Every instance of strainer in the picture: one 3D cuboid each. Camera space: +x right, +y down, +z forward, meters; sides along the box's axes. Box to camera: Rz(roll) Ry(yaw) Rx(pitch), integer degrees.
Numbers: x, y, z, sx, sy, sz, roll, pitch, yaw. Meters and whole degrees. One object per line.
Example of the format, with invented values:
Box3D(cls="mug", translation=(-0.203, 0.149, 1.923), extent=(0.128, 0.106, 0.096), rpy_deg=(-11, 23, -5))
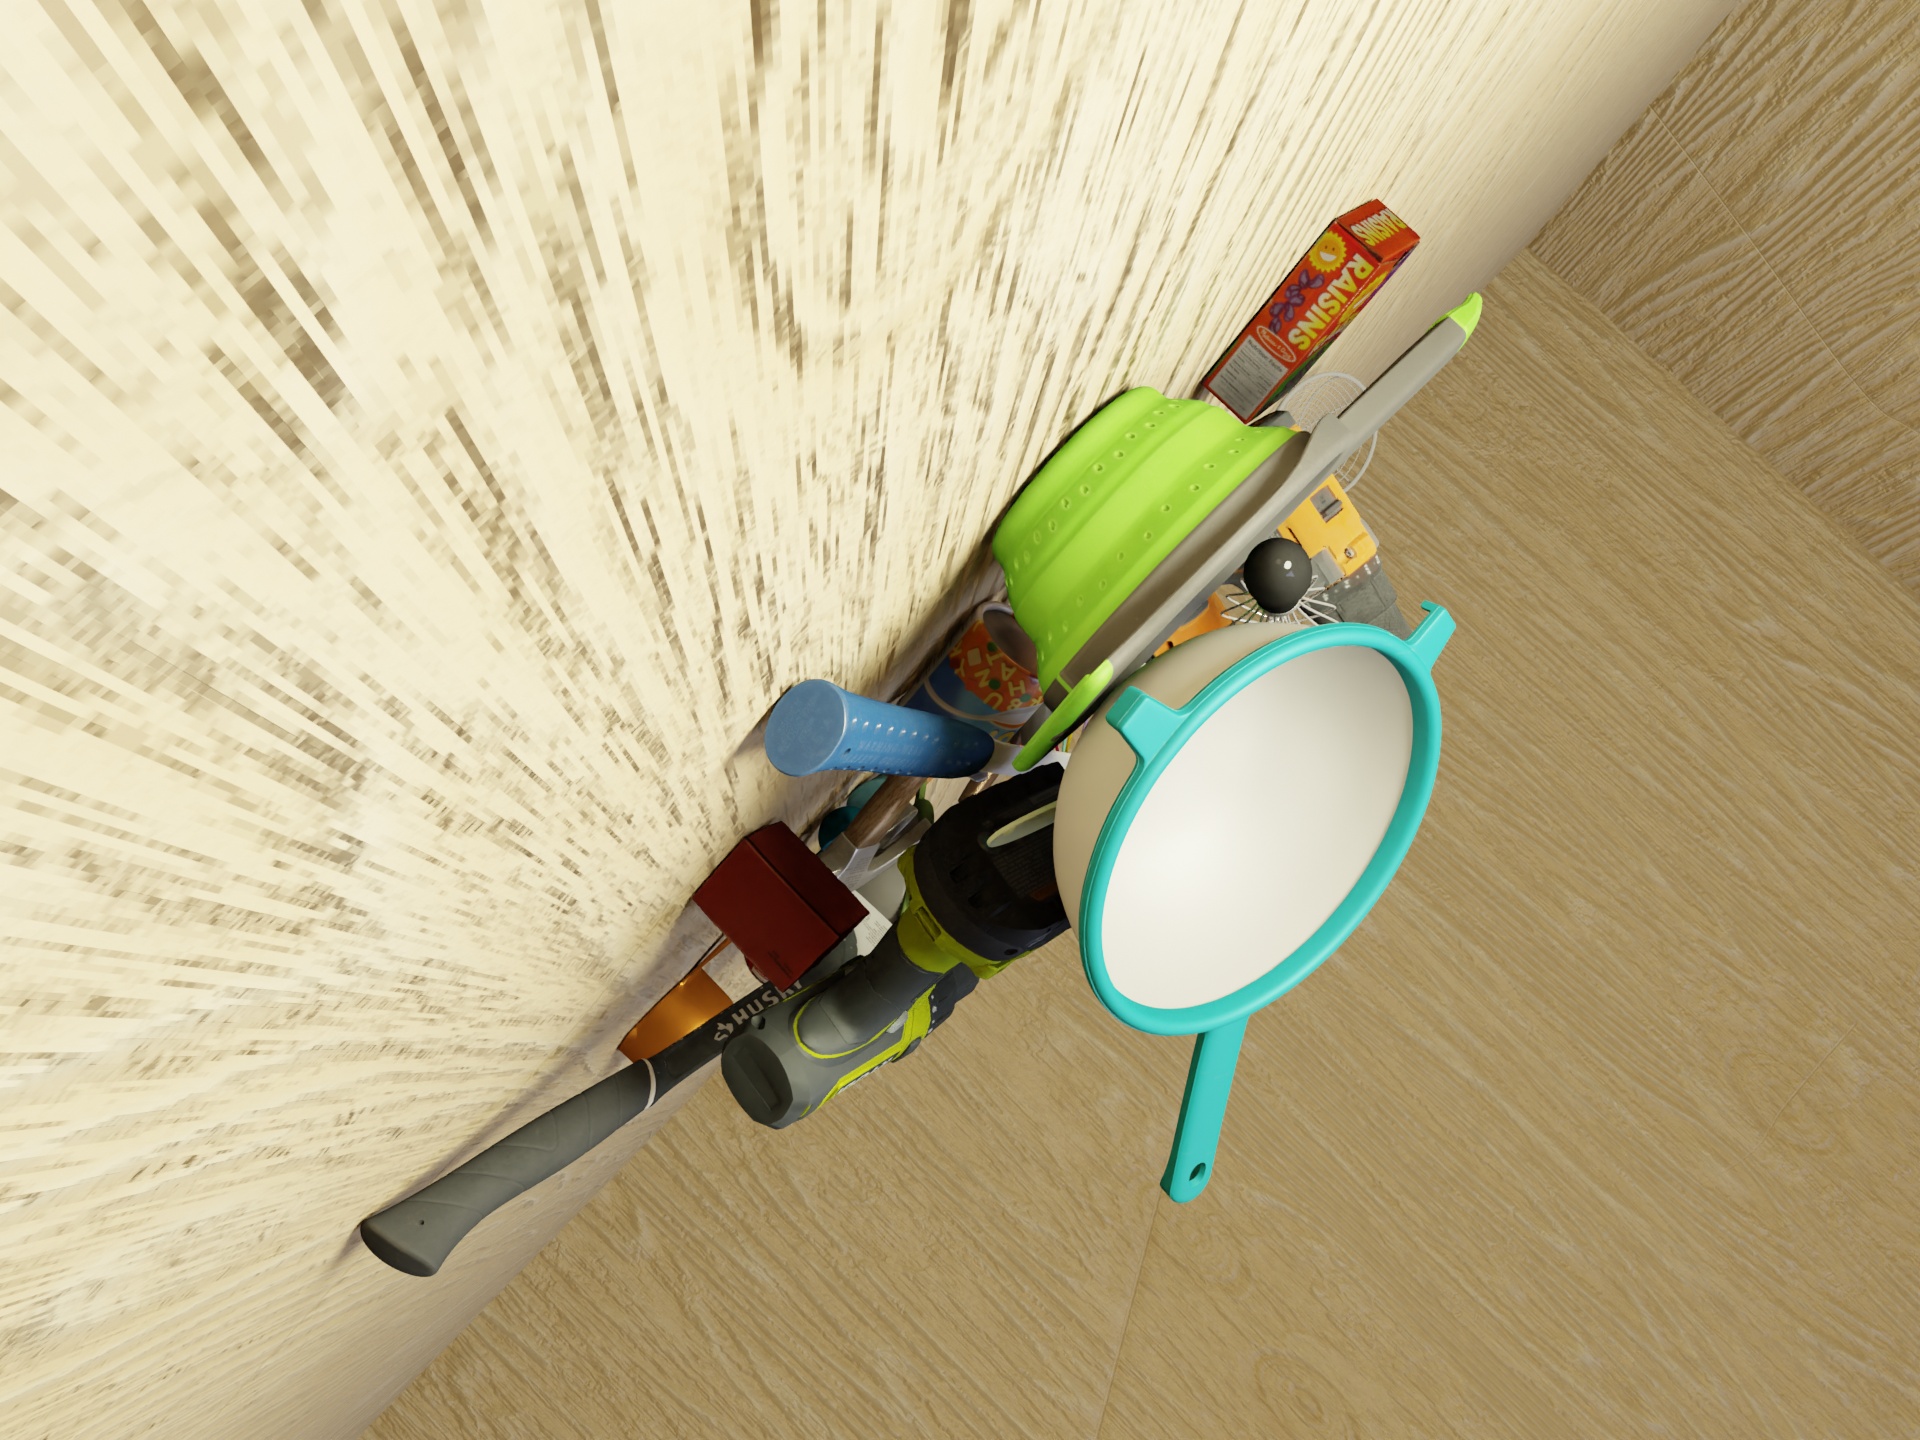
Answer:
Box3D(cls="strainer", translation=(-0.072, 0.148, 1.244), extent=(0.256, 0.069, 0.151), rpy_deg=(-96, -157, -70))
Box3D(cls="strainer", translation=(0.111, 0.088, 0.773), extent=(0.211, 0.095, 0.340), rpy_deg=(-16, 128, -30))

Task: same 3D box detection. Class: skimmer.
Box3D(cls="skimmer", translation=(0.289, -0.235, 1.396), extent=(0.363, 0.090, 0.127), rpy_deg=(-32, 133, -61))

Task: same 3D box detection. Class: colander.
Box3D(cls="colander", translation=(0.135, -0.138, 0.801), extent=(0.397, 0.094, 0.204), rpy_deg=(-43, 174, -30))

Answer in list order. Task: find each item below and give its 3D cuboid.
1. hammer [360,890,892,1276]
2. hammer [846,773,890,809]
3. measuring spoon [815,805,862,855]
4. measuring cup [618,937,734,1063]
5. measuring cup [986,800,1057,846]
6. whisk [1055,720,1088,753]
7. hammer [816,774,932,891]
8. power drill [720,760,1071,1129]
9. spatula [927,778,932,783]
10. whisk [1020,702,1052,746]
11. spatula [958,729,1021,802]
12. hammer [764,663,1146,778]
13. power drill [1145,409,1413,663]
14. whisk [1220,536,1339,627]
Box3D(cls="hammer", translation=(-0.183, 0.210, 0.987), extent=(0.409, 0.149, 0.036), rpy_deg=(-28, 163, -45))
Box3D(cls="hammer", translation=(0.026, -0.015, 1.242), extent=(0.331, 0.033, 0.128), rpy_deg=(-39, 178, -42))
Box3D(cls="measuring spoon", translation=(-0.108, 0.091, 1.153), extent=(0.042, 0.021, 0.128), rpy_deg=(-21, 168, -43))
Box3D(cls="measuring cup", translation=(-0.188, 0.212, 1.208), extent=(0.173, 0.052, 0.095), rpy_deg=(-46, 176, 25))
Box3D(cls="measuring cup", translation=(0.064, 0.019, 0.798), extent=(0.167, 0.038, 0.083), rpy_deg=(-24, 157, -39))
Box3D(cls="whisk", translation=(0.100, -0.056, 1.017), extent=(0.051, 0.047, 0.244), rpy_deg=(-117, -147, -58))
Box3D(cls="hammer", translation=(-0.002, -0.003, 1.027), extent=(0.331, 0.031, 0.130), rpy_deg=(-52, 160, 24))
Box3D(cls="power drill", translation=(-0.009, 0.123, 0.872), extent=(0.190, 0.080, 0.228), rpy_deg=(-21, 160, -50))
Box3D(cls="spatula", translation=(0.025, 0.004, 1.392), extent=(0.322, 0.041, 0.081), rpy_deg=(-44, -166, -5))
Box3D(cls="whisk", translation=(0.051, 0.032, 1.094), extent=(0.055, 0.055, 0.239), rpy_deg=(-34, 125, -67))
Box3D(cls="spatula", translation=(0.088, -0.067, 1.142), extent=(0.316, 0.018, 0.059), rpy_deg=(-56, 147, -16))
Box3D(cls="hammer", translation=(0.015, 0.013, 0.834), extent=(0.144, 0.035, 0.405), rpy_deg=(-47, 161, 12))
Box3D(cls="power drill", translation=(0.185, -0.081, 1.029), extent=(0.084, 0.185, 0.226), rpy_deg=(-38, -174, -29))
Box3D(cls="whisk", translation=(0.162, -0.060, 0.807), extent=(0.070, 0.070, 0.284), rpy_deg=(-47, 170, 7))
